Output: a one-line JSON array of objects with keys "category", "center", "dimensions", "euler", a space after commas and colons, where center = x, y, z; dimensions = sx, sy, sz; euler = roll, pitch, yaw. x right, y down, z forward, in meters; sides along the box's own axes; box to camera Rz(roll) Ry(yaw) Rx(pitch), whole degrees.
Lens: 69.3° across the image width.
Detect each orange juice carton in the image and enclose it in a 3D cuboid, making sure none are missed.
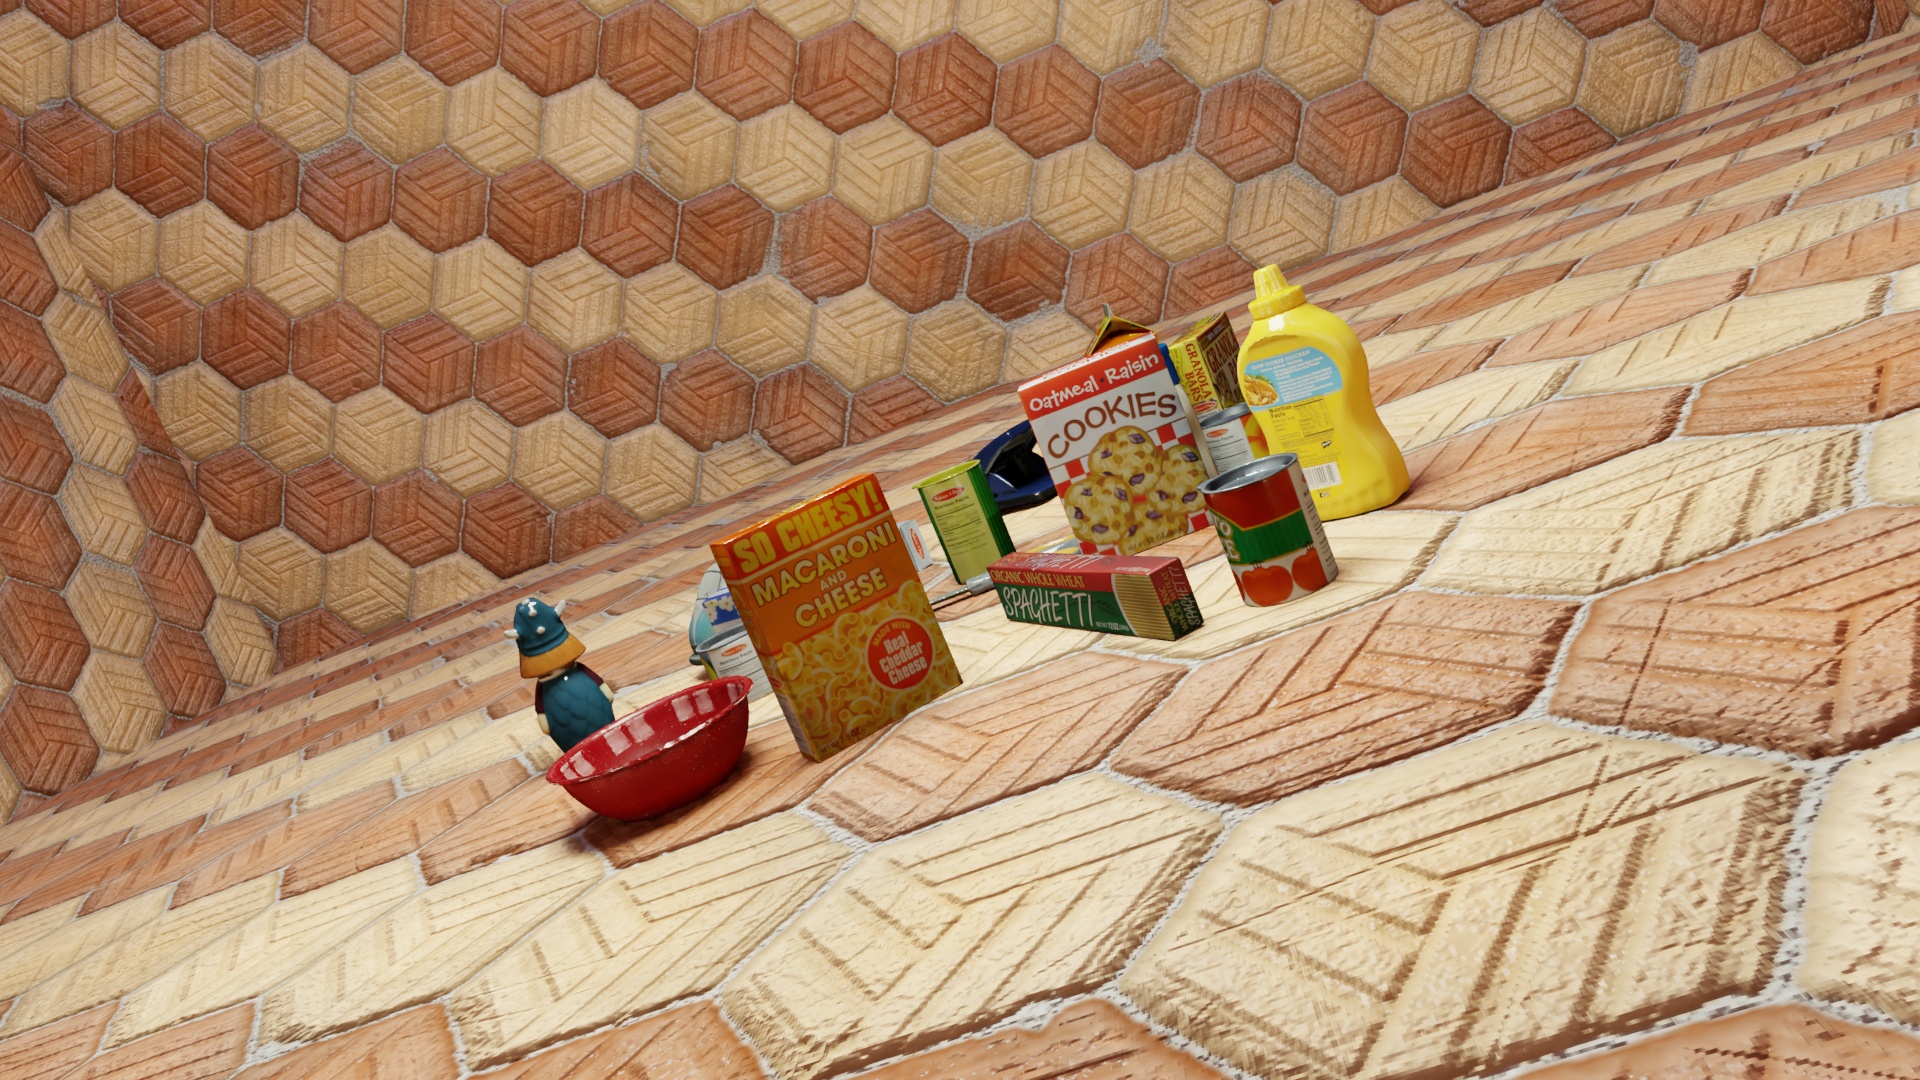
[{"category": "orange juice carton", "center": [0.177, -0.145, 1.376], "dimensions": [0.073, 0.192, 0.072], "euler": [-21, 10, 6]}]

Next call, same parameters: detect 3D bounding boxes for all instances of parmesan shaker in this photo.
[{"category": "parmesan shaker", "center": [0.005, -0.017, 1.328], "dimensions": [0.071, 0.103, 0.071], "euler": [-22, 10, 4]}]

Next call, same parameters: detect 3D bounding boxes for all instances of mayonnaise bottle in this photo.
[{"category": "mayonnaise bottle", "center": [0.193, -0.102, 1.241], "dimensions": [0.041, 0.148, 0.065], "euler": [-22, 10, 1]}]

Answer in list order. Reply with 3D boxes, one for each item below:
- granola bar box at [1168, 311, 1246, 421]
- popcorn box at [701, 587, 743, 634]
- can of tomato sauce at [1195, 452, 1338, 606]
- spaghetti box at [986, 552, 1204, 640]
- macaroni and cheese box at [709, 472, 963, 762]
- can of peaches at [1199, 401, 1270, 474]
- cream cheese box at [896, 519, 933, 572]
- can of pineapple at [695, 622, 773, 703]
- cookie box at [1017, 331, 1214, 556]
[{"category": "granola bar box", "center": [0.275, -0.170, 1.491], "dimensions": [0.039, 0.124, 0.166], "euler": [-18, 11, 26]}, {"category": "popcorn box", "center": [-0.165, 0.073, 1.270], "dimensions": [0.126, 0.085, 0.038], "euler": [-17, 11, 28]}, {"category": "can of tomato sauce", "center": [0.201, -0.007, 0.911], "dimensions": [0.071, 0.083, 0.071], "euler": [-22, 10, 4]}, {"category": "spaghetti box", "center": [0.090, 0.037, 1.013], "dimensions": [0.029, 0.050, 0.250], "euler": [-26, 11, -22]}, {"category": "macaroni and cheese box", "center": [-0.086, 0.053, 0.978], "dimensions": [0.124, 0.166, 0.040], "euler": [-27, 10, -25]}, {"category": "can of peaches", "center": [0.263, -0.093, 1.306], "dimensions": [0.071, 0.058, 0.071], "euler": [-22, 10, 4]}, {"category": "cream cheese box", "center": [-0.078, 0.011, 1.503], "dimensions": [0.024, 0.053, 0.103], "euler": [-30, 12, -38]}, {"category": "can of pineapple", "center": [-0.191, 0.108, 1.226], "dimensions": [0.071, 0.057, 0.071], "euler": [-22, 10, 4]}, {"category": "cookie box", "center": [0.134, -0.075, 1.170], "dimensions": [0.123, 0.167, 0.040], "euler": [-21, 10, 7]}]
